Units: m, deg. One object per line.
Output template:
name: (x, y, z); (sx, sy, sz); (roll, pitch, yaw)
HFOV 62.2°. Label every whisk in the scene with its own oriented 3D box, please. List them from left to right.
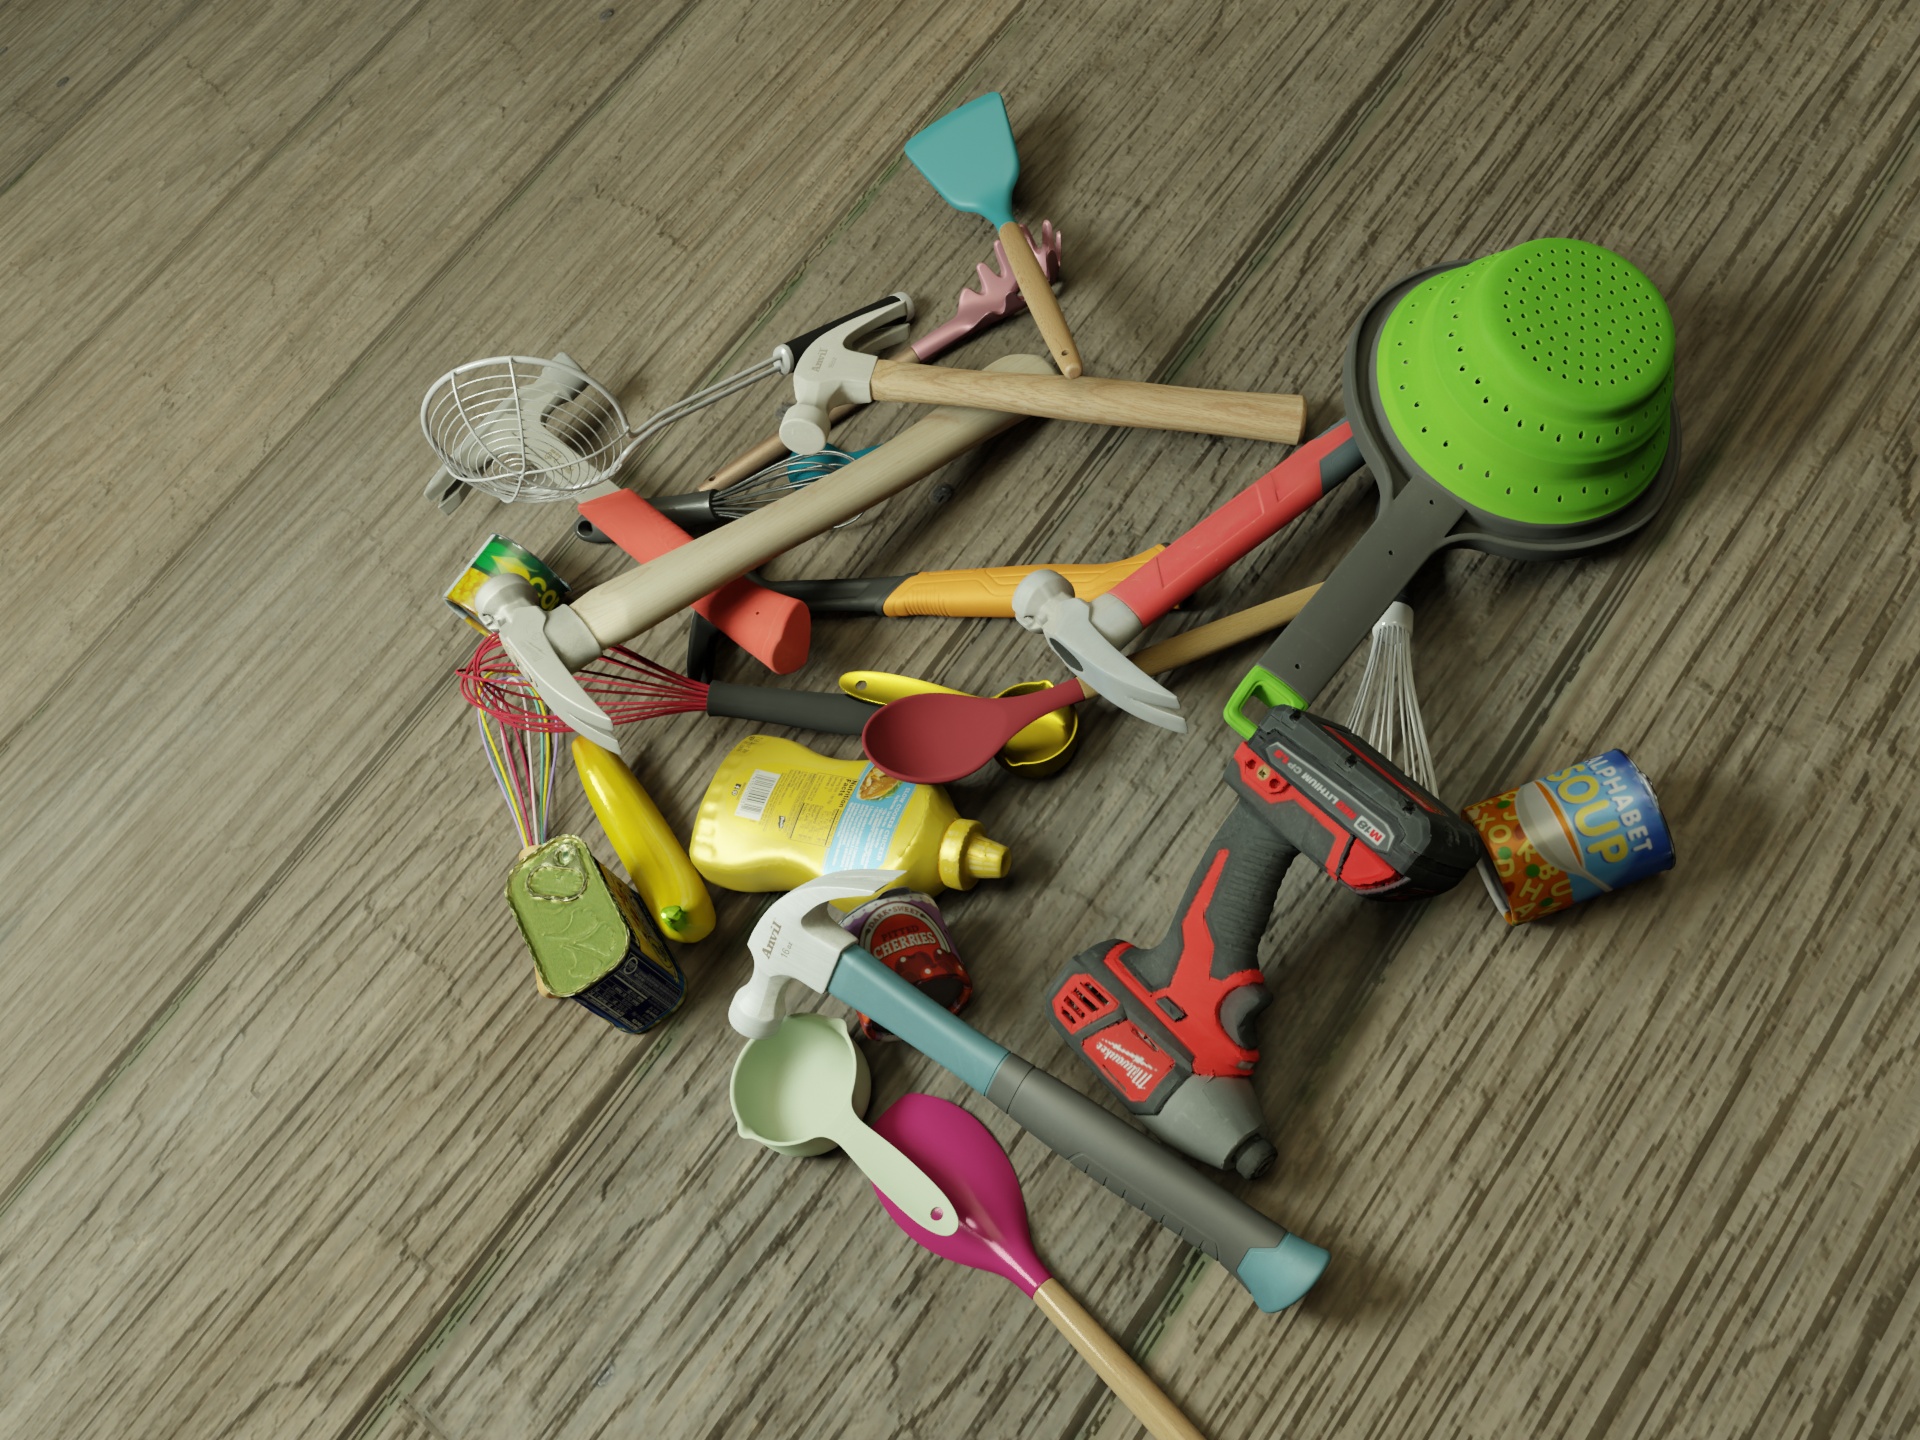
whisk: (-0.284, 0.067, 1.038); (0.051, 0.047, 0.245); (-21, 59, 6)
whisk: (-0.176, -0.017, 1.009); (0.296, 0.073, 0.073); (7, 63, 5)
whisk: (-0.172, -0.149, 1.124); (0.239, 0.055, 0.055); (-5, 60, 23)
whisk: (0.243, -0.028, 0.895); (0.070, 0.070, 0.285); (1, 57, 21)

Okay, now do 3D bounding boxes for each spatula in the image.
spatula: (0.034, -0.333, 1.100); (0.082, 0.044, 0.318); (-27, 45, 10)

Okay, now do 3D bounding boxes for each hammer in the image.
hammer: (-0.230, -0.127, 1.091); (0.149, 0.036, 0.359); (-48, 56, -5)
hammer: (-0.093, -0.127, 1.013); (0.410, 0.038, 0.146); (-32, 56, -21)
hammer: (-0.018, -0.076, 1.027); (0.337, 0.034, 0.127); (-1, 60, 19)
hammer: (0.030, 0.187, 0.798); (0.331, 0.033, 0.128); (31, 116, 18)
hammer: (0.057, -0.213, 1.034); (0.331, 0.031, 0.130); (7, 52, 7)
hammer: (0.220, -0.142, 0.940); (0.386, 0.038, 0.143); (-37, 47, -12)

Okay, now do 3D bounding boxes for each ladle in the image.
ladle: (0.094, -0.029, 0.938); (0.315, 0.031, 0.069); (-21, 52, -5)

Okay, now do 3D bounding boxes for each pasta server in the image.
pasta server: (-0.058, -0.254, 1.144); (0.316, 0.040, 0.060); (-33, 43, 1)

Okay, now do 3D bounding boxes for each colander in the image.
colander: (0.276, -0.143, 0.863); (0.204, 0.094, 0.397); (39, 70, 9)

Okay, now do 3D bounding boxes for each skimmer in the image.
skimmer: (-0.185, -0.244, 1.085); (0.363, 0.127, 0.090); (-34, 74, -34)

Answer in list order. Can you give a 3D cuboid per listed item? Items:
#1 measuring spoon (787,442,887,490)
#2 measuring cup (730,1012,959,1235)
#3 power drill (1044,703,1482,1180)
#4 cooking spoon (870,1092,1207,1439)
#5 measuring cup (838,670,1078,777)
measuring spoon: (-0.065, -0.191, 1.118); (0.128, 0.021, 0.042); (-9, 59, 16)
measuring cup: (-0.055, 0.226, 0.860); (0.168, 0.038, 0.083); (34, 76, 34)
power drill: (0.150, 0.114, 0.796); (0.143, 0.078, 0.219); (44, 108, 33)
cooking spoon: (0.059, 0.301, 0.789); (0.069, 0.017, 0.319); (-45, 55, -8)
measuring cup: (-0.002, -0.003, 0.973); (0.156, 0.029, 0.062); (13, 63, 20)
